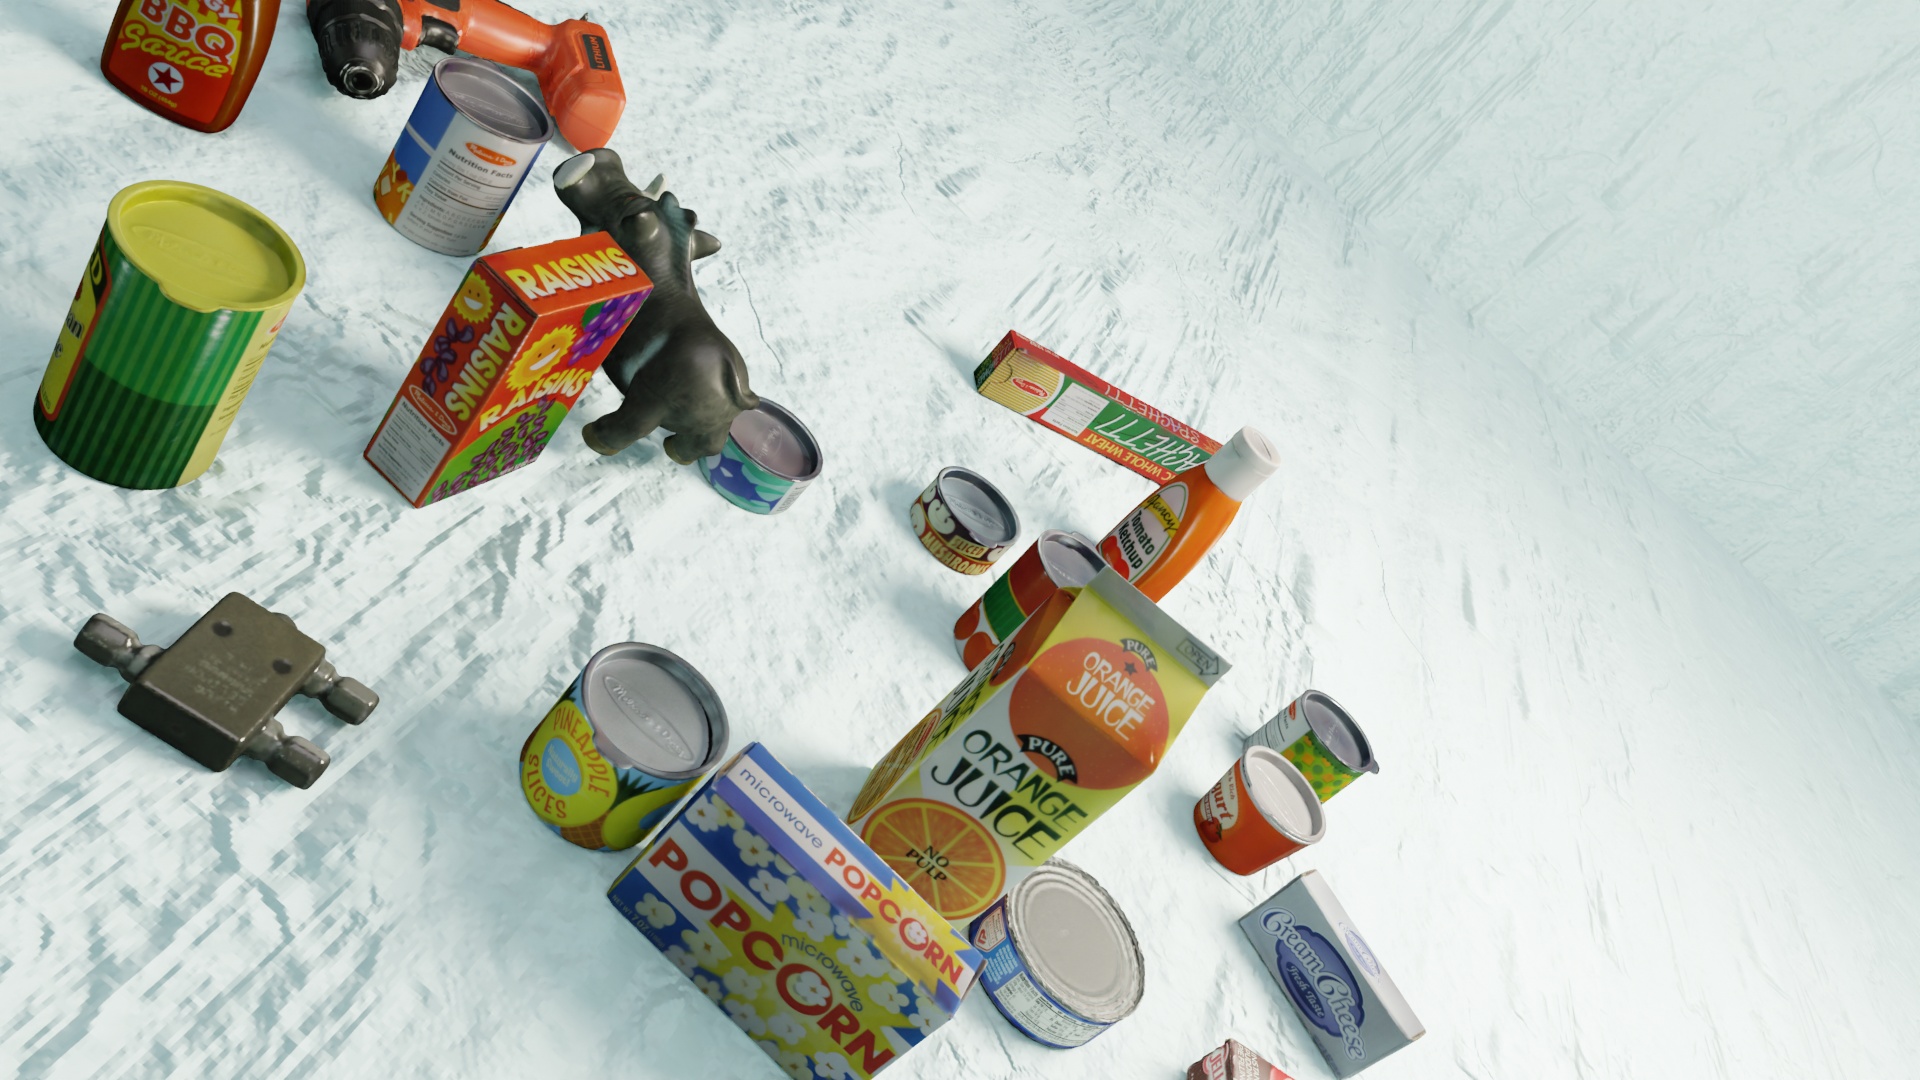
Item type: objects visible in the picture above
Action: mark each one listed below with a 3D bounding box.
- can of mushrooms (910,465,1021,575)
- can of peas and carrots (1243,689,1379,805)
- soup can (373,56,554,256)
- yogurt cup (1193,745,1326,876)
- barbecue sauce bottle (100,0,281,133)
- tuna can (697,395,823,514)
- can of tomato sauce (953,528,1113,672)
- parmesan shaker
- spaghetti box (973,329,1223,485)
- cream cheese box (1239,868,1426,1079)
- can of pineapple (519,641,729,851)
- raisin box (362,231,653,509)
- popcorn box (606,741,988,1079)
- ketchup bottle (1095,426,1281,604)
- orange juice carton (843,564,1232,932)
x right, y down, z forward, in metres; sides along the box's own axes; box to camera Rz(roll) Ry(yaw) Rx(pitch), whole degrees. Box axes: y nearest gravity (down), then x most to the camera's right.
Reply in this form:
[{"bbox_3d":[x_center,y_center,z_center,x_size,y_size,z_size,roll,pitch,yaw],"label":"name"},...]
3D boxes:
[{"bbox_3d":[0.003,-0.011,0.881,0.071,0.033,0.071,30,32,-22],"label":"can of mushrooms"},{"bbox_3d":[0.236,0.145,0.937,0.071,0.058,0.071,31,32,-22],"label":"can of peas and carrots"},{"bbox_3d":[-0.270,-0.208,0.753,0.071,0.083,0.072,31,32,-22],"label":"soup can"},{"bbox_3d":[0.180,0.167,0.846,0.072,0.053,0.073,31,32,-22],"label":"yogurt cup"},{"bbox_3d":[-0.355,-0.270,0.664,0.065,0.148,0.044,29,32,-24],"label":"barbecue sauce bottle"},{"bbox_3d":[-0.116,-0.050,0.788,0.071,0.032,0.071,30,32,-22],"label":"tuna can"},{"bbox_3d":[0.045,0.043,0.813,0.071,0.082,0.071,31,32,-22],"label":"can of tomato sauce"},{"bbox_3d":[-0.301,-0.074,0.525,0.071,0.102,0.072,31,32,-22],"label":"parmesan shaker"},{"bbox_3d":[0.122,-0.094,1.112,0.250,0.050,0.029,23,35,-31],"label":"spaghetti box"},{"bbox_3d":[0.207,0.244,0.782,0.024,0.053,0.104,1,50,-50],"label":"cream cheese box"},{"bbox_3d":[-0.138,0.084,0.565,0.071,0.057,0.071,31,32,-22],"label":"can of pineapple"},{"bbox_3d":[-0.204,-0.078,0.628,0.040,0.123,0.086,46,30,4],"label":"raisin box"},{"bbox_3d":[-0.065,0.151,0.541,0.127,0.085,0.038,44,29,0],"label":"popcorn box"},{"bbox_3d":[0.157,-0.017,0.957,0.043,0.148,0.065,21,37,-35],"label":"ketchup bottle"},{"bbox_3d":[0.030,0.091,0.624,0.072,0.192,0.073,40,30,-6],"label":"orange juice carton"}]
